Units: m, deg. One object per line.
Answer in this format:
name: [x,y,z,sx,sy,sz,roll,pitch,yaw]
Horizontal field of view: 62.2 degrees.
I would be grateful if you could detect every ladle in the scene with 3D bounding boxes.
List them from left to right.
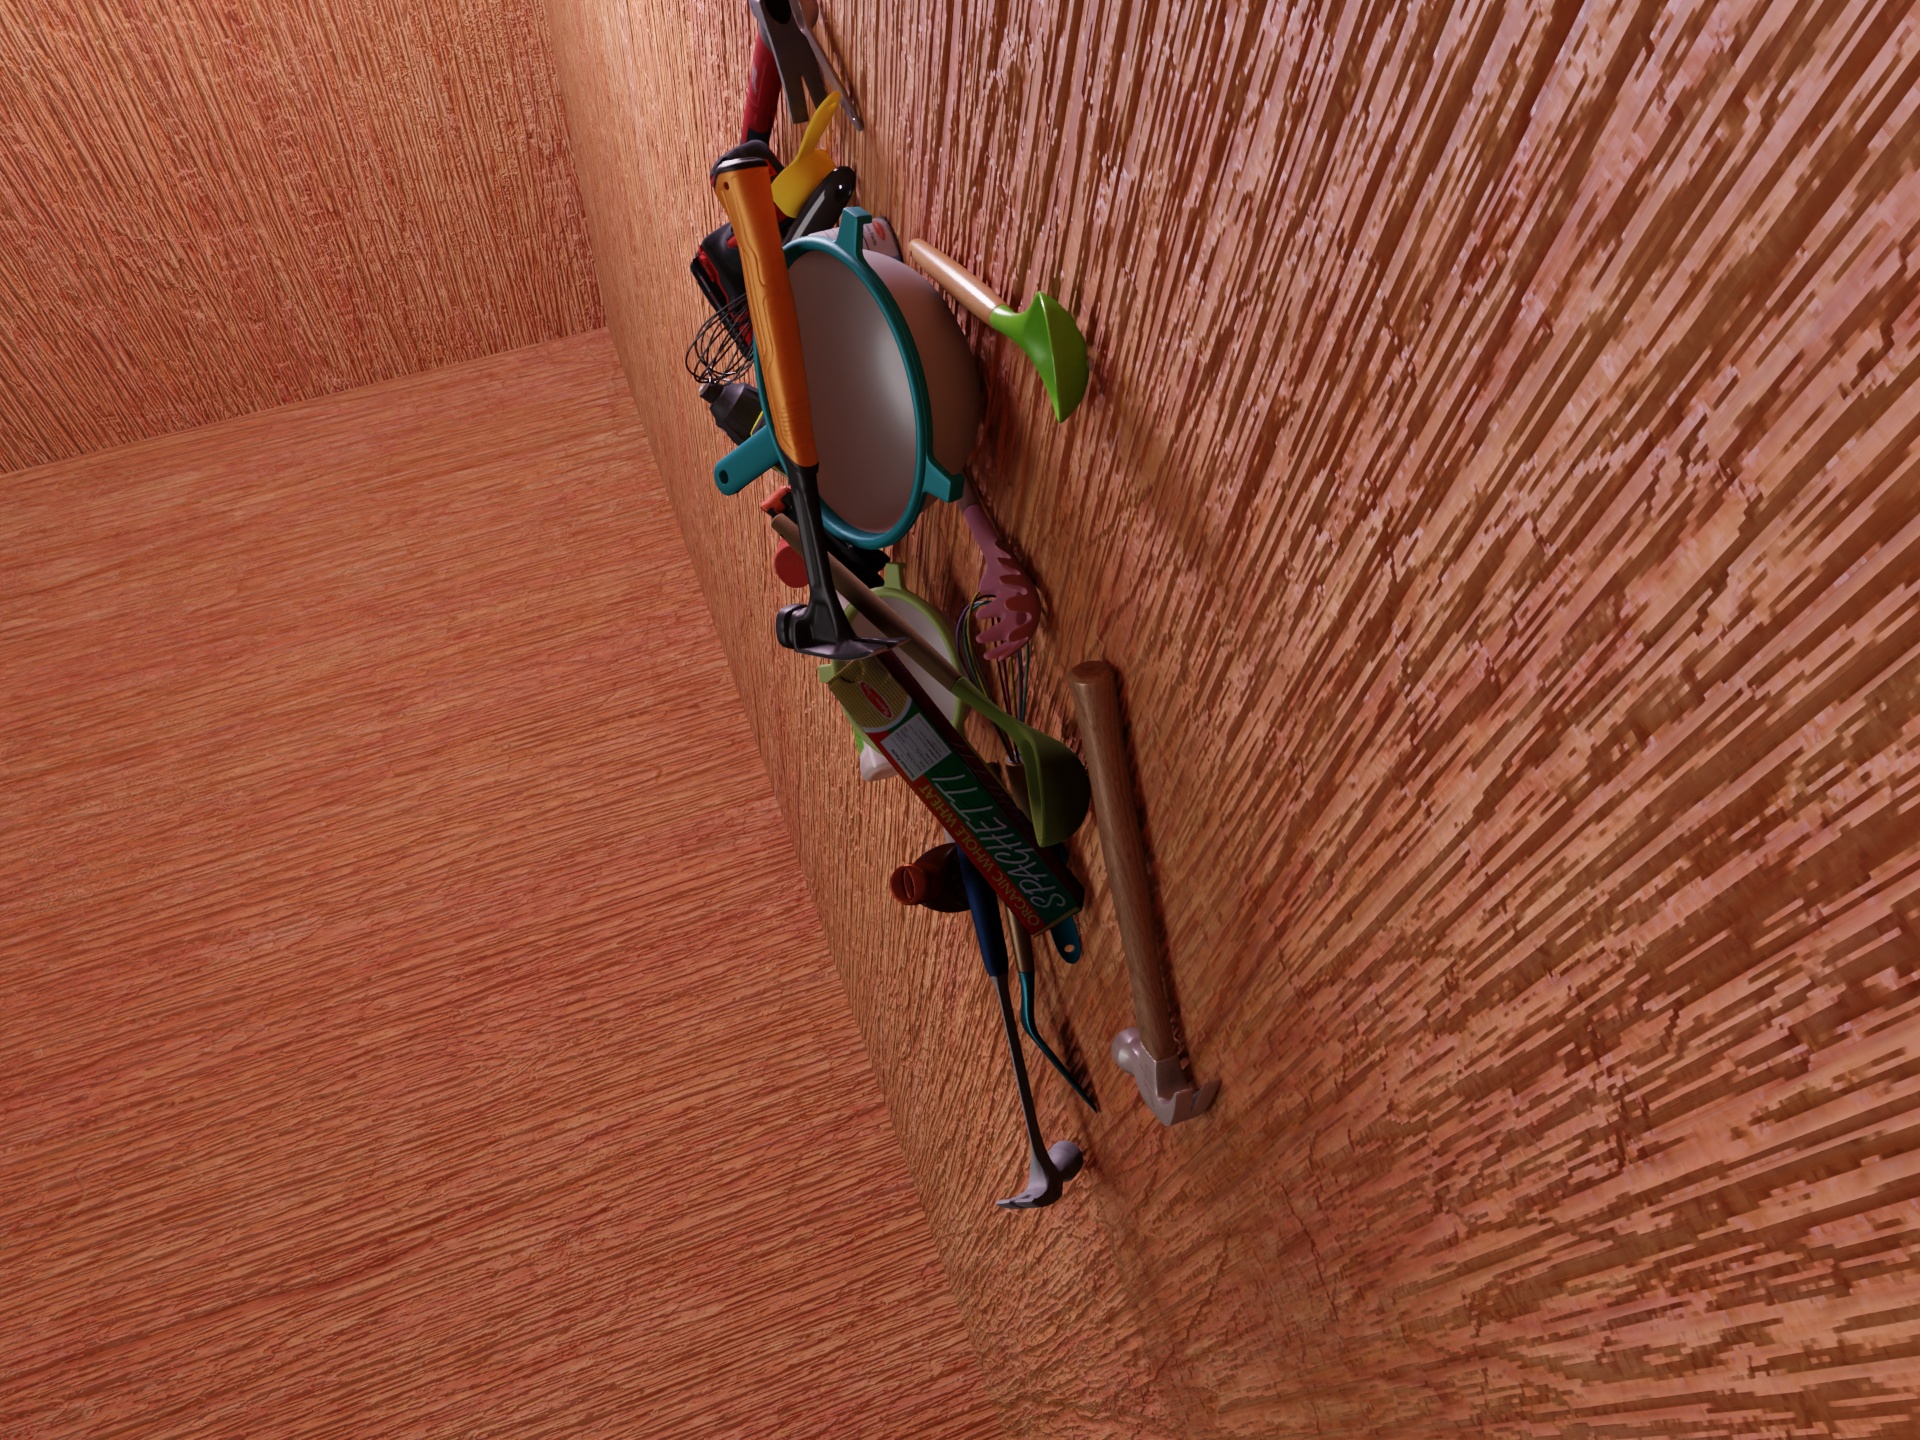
ladle: [-0.030,-0.035,1.129,0.320,0.062,0.078,43,163,14]

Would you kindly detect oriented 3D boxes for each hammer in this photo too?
hammer: [-0.173,-0.517,1.402,0.386,0.038,0.143,157,93,-78]
hammer: [-0.161,-0.214,1.554,0.359,0.036,0.149,-103,9,-68]
hammer: [-0.110,-0.204,1.071,0.127,0.034,0.336,12,117,50]
hammer: [0.036,0.238,1.423,0.144,0.035,0.405,-18,-83,-67]
hammer: [0.113,0.119,1.035,0.130,0.031,0.331,-134,30,-65]

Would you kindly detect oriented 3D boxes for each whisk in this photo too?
whisk: [-0.153,-0.354,1.282,0.239,0.055,0.055,-44,57,37]
whisk: [0.042,0.008,1.192,0.047,0.051,0.244,-86,-15,-57]

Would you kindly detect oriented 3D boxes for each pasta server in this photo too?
pasta server: [-0.007,-0.170,1.151,0.060,0.040,0.317,111,143,-47]

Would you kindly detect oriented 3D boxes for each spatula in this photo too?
spatula: [0.062,0.188,1.374,0.082,0.044,0.317,-152,50,-74]

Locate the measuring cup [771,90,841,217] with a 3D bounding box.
measuring cup: [-0.107,-0.429,1.212,0.029,0.062,0.156,54,162,-4]

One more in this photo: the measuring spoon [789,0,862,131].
measuring spoon: [-0.094,-0.487,1.166,0.124,0.018,0.034,64,171,8]

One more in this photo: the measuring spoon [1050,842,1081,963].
measuring spoon: [0.072,0.137,1.242,0.021,0.042,0.128,-106,-2,-60]

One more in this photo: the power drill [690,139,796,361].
power drill: [-0.158,-0.386,1.399,0.188,0.080,0.227,58,167,-6]

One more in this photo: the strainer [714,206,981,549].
strainer: [-0.081,-0.223,1.146,0.340,0.095,0.211,-14,97,61]

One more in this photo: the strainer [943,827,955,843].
strainer: [-0.020,0.048,1.505,0.087,0.050,0.258,-98,-3,-50]

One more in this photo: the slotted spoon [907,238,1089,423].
slotted spoon: [0.017,-0.253,0.962,0.314,0.031,0.070,-123,19,-56]

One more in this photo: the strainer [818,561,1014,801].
strainer: [-0.002,-0.004,1.319,0.256,0.069,0.151,51,131,16]

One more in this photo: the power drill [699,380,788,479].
power drill: [-0.136,-0.238,1.368,0.171,0.080,0.223,32,180,-22]
